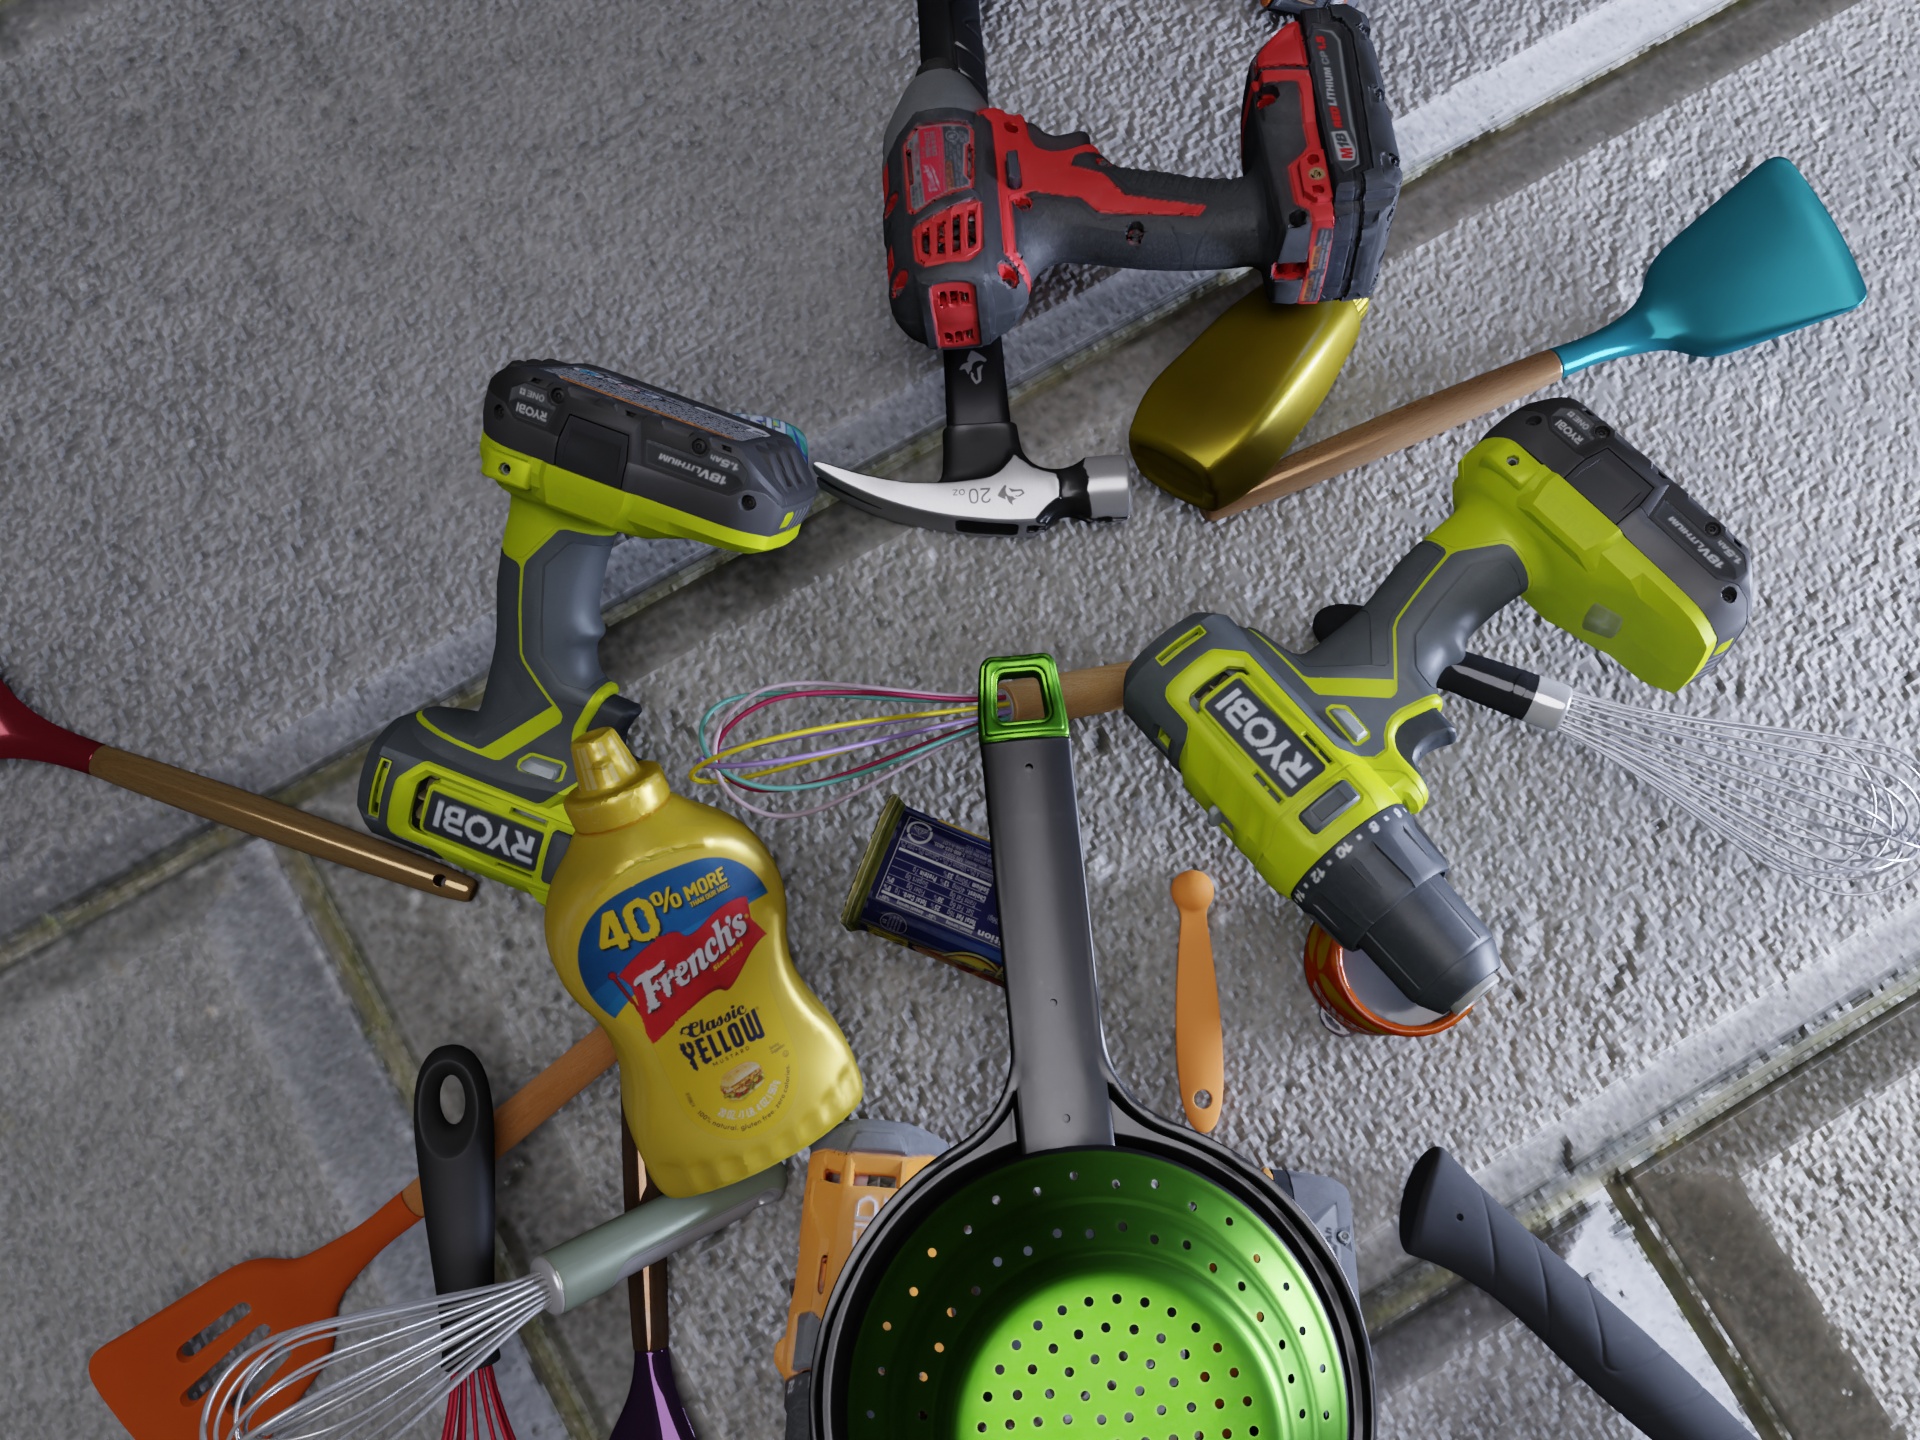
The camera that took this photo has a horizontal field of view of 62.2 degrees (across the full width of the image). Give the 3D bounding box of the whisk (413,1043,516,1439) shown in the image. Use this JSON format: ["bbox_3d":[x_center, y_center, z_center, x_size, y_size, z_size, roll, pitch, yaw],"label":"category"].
[{"bbox_3d":[-0.197,0.281,0.648,0.073,0.073,0.296,-6,85,-1],"label":"whisk"}]

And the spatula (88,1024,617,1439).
[{"bbox_3d":[-0.217,0.194,0.680,0.322,0.041,0.081,-40,95,-1],"label":"spatula"}]

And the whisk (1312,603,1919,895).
[{"bbox_3d":[0.295,0.003,0.715,0.284,0.070,0.070,22,81,9],"label":"whisk"}]

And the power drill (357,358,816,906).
[{"bbox_3d":[-0.150,-0.026,0.680,0.171,0.080,0.223,20,107,5],"label":"power drill"}]

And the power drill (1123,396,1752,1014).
[{"bbox_3d":[0.208,-0.009,0.662,0.228,0.080,0.191,-38,68,-6],"label":"power drill"}]

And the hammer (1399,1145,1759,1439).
[{"bbox_3d":[0.351,0.328,0.664,0.409,0.036,0.149,41,81,7],"label":"hammer"}]

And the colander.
[{"bbox_3d":[0.041,0.156,0.555,0.204,0.094,0.397,-5,75,-2],"label":"colander"}]

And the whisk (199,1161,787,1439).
[{"bbox_3d":[-0.168,0.225,0.621,0.246,0.057,0.059,-17,58,-40],"label":"whisk"}]

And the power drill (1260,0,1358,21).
[{"bbox_3d":[0.093,-0.409,0.762,0.226,0.084,0.164,11,80,-6],"label":"power drill"}]

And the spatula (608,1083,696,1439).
[{"bbox_3d":[-0.137,0.245,0.690,0.060,0.018,0.316,-6,80,10],"label":"spatula"}]

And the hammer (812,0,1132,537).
[{"bbox_3d":[-0.004,-0.251,0.770,0.146,0.035,0.335,-4,80,-1],"label":"hammer"}]

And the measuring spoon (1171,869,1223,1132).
[{"bbox_3d":[0.107,0.125,0.713,0.021,0.011,0.117,-1,80,0],"label":"measuring spoon"}]

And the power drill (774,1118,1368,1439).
[{"bbox_3d":[0.039,0.258,0.627,0.226,0.084,0.186,4,51,2],"label":"power drill"}]

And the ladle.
[{"bbox_3d":[-0.370,0.028,0.728,0.315,0.031,0.069,19,79,2],"label":"ladle"}]

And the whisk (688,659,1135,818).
[{"bbox_3d":[-0.002,-0.002,0.680,0.245,0.047,0.051,-11,46,-30],"label":"whisk"}]

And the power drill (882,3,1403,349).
[{"bbox_3d":[0.073,-0.246,0.711,0.219,0.078,0.143,-6,67,3],"label":"power drill"}]

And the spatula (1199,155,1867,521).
[{"bbox_3d":[0.259,-0.164,0.748,0.317,0.044,0.082,-23,80,-3],"label":"spatula"}]
